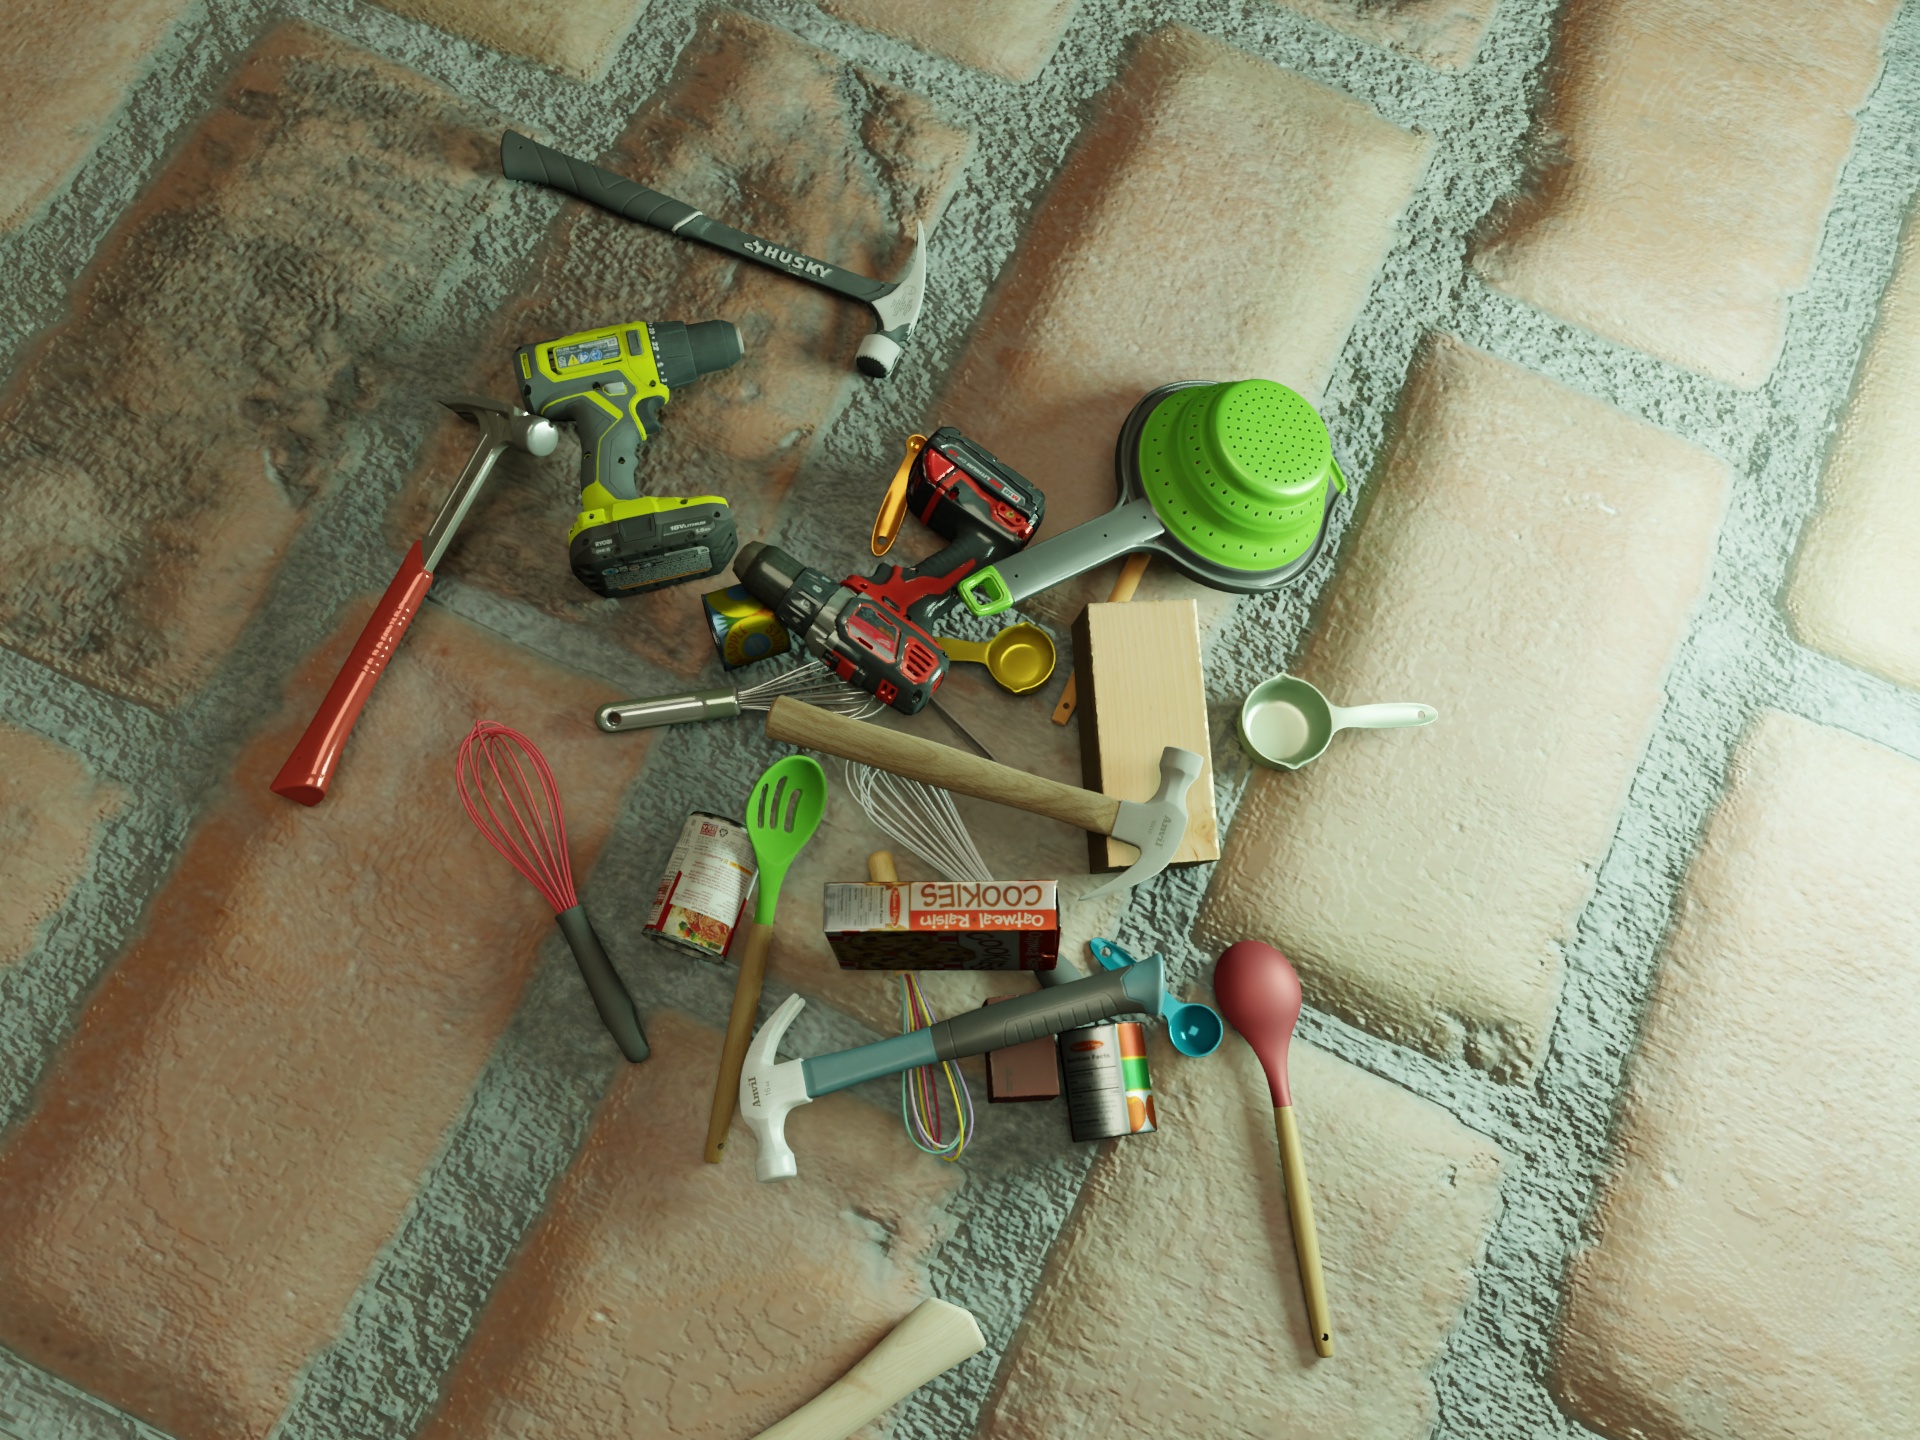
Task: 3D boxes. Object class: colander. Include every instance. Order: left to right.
[{"bbox_3d":[0.174,-0.182,1.286,0.397,0.094,0.204,-27,81,-26],"label":"colander"}]

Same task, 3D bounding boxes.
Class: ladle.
[{"bbox_3d":[0.252,0.325,1.228,0.069,0.031,0.316,-7,76,-6],"label":"ladle"}]

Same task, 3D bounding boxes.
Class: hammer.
[{"bbox_3d":[-0.454,-0.100,1.281,0.149,0.036,0.359,19,78,40],"label":"hammer"},{"bbox_3d":[-0.222,-0.441,1.418,0.409,0.036,0.149,22,72,3],"label":"hammer"},{"bbox_3d":[-0.161,0.547,1.126,0.410,0.038,0.146,-28,79,-12],"label":"hammer"},{"bbox_3d":[-0.005,0.237,1.179,0.331,0.033,0.128,-16,68,4],"label":"hammer"},{"bbox_3d":[0.008,0.044,1.211,0.331,0.031,0.130,16,83,10],"label":"hammer"}]

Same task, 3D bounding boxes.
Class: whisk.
[{"bbox_3d":[-0.312,0.130,1.230,0.073,0.073,0.296,-26,82,-11],"label":"whisk"},{"bbox_3d":[-0.174,-0.016,1.290,0.246,0.059,0.057,-8,102,-2],"label":"whisk"},{"bbox_3d":[-0.039,0.219,1.233,0.051,0.047,0.245,-13,70,-6],"label":"whisk"},{"bbox_3d":[0.010,0.126,1.257,0.070,0.070,0.284,-39,84,-14],"label":"whisk"}]

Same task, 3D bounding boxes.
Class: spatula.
[{"bbox_3d":[0.153,-0.136,1.361,0.081,0.041,0.323,27,77,3],"label":"spatula"}]

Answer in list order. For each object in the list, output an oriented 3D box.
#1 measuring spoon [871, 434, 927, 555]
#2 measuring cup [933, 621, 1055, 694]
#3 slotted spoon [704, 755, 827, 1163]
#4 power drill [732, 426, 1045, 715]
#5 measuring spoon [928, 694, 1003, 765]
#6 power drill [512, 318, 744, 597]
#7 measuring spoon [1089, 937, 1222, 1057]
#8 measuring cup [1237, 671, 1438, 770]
[{"bbox_3d":[-0.053,-0.193,1.370,0.021,0.011,0.117,19,77,1],"label":"measuring spoon"},{"bbox_3d":[0.003,-0.054,1.328,0.156,0.029,0.062,6,73,10],"label":"measuring cup"},{"bbox_3d":[-0.158,0.180,1.210,0.070,0.031,0.314,14,85,-40],"label":"slotted spoon"},{"bbox_3d":[-0.055,-0.133,1.284,0.188,0.080,0.227,35,62,0],"label":"power drill"},{"bbox_3d":[-0.002,-0.004,1.307,0.124,0.034,0.018,46,70,4],"label":"measuring spoon"},{"bbox_3d":[-0.260,-0.232,1.332,0.190,0.080,0.229,-13,72,-7],"label":"power drill"},{"bbox_3d":[0.152,0.218,1.261,0.129,0.021,0.042,40,75,17],"label":"measuring spoon"},{"bbox_3d":[0.311,0.003,1.323,0.167,0.038,0.083,-3,74,-7],"label":"measuring cup"}]
